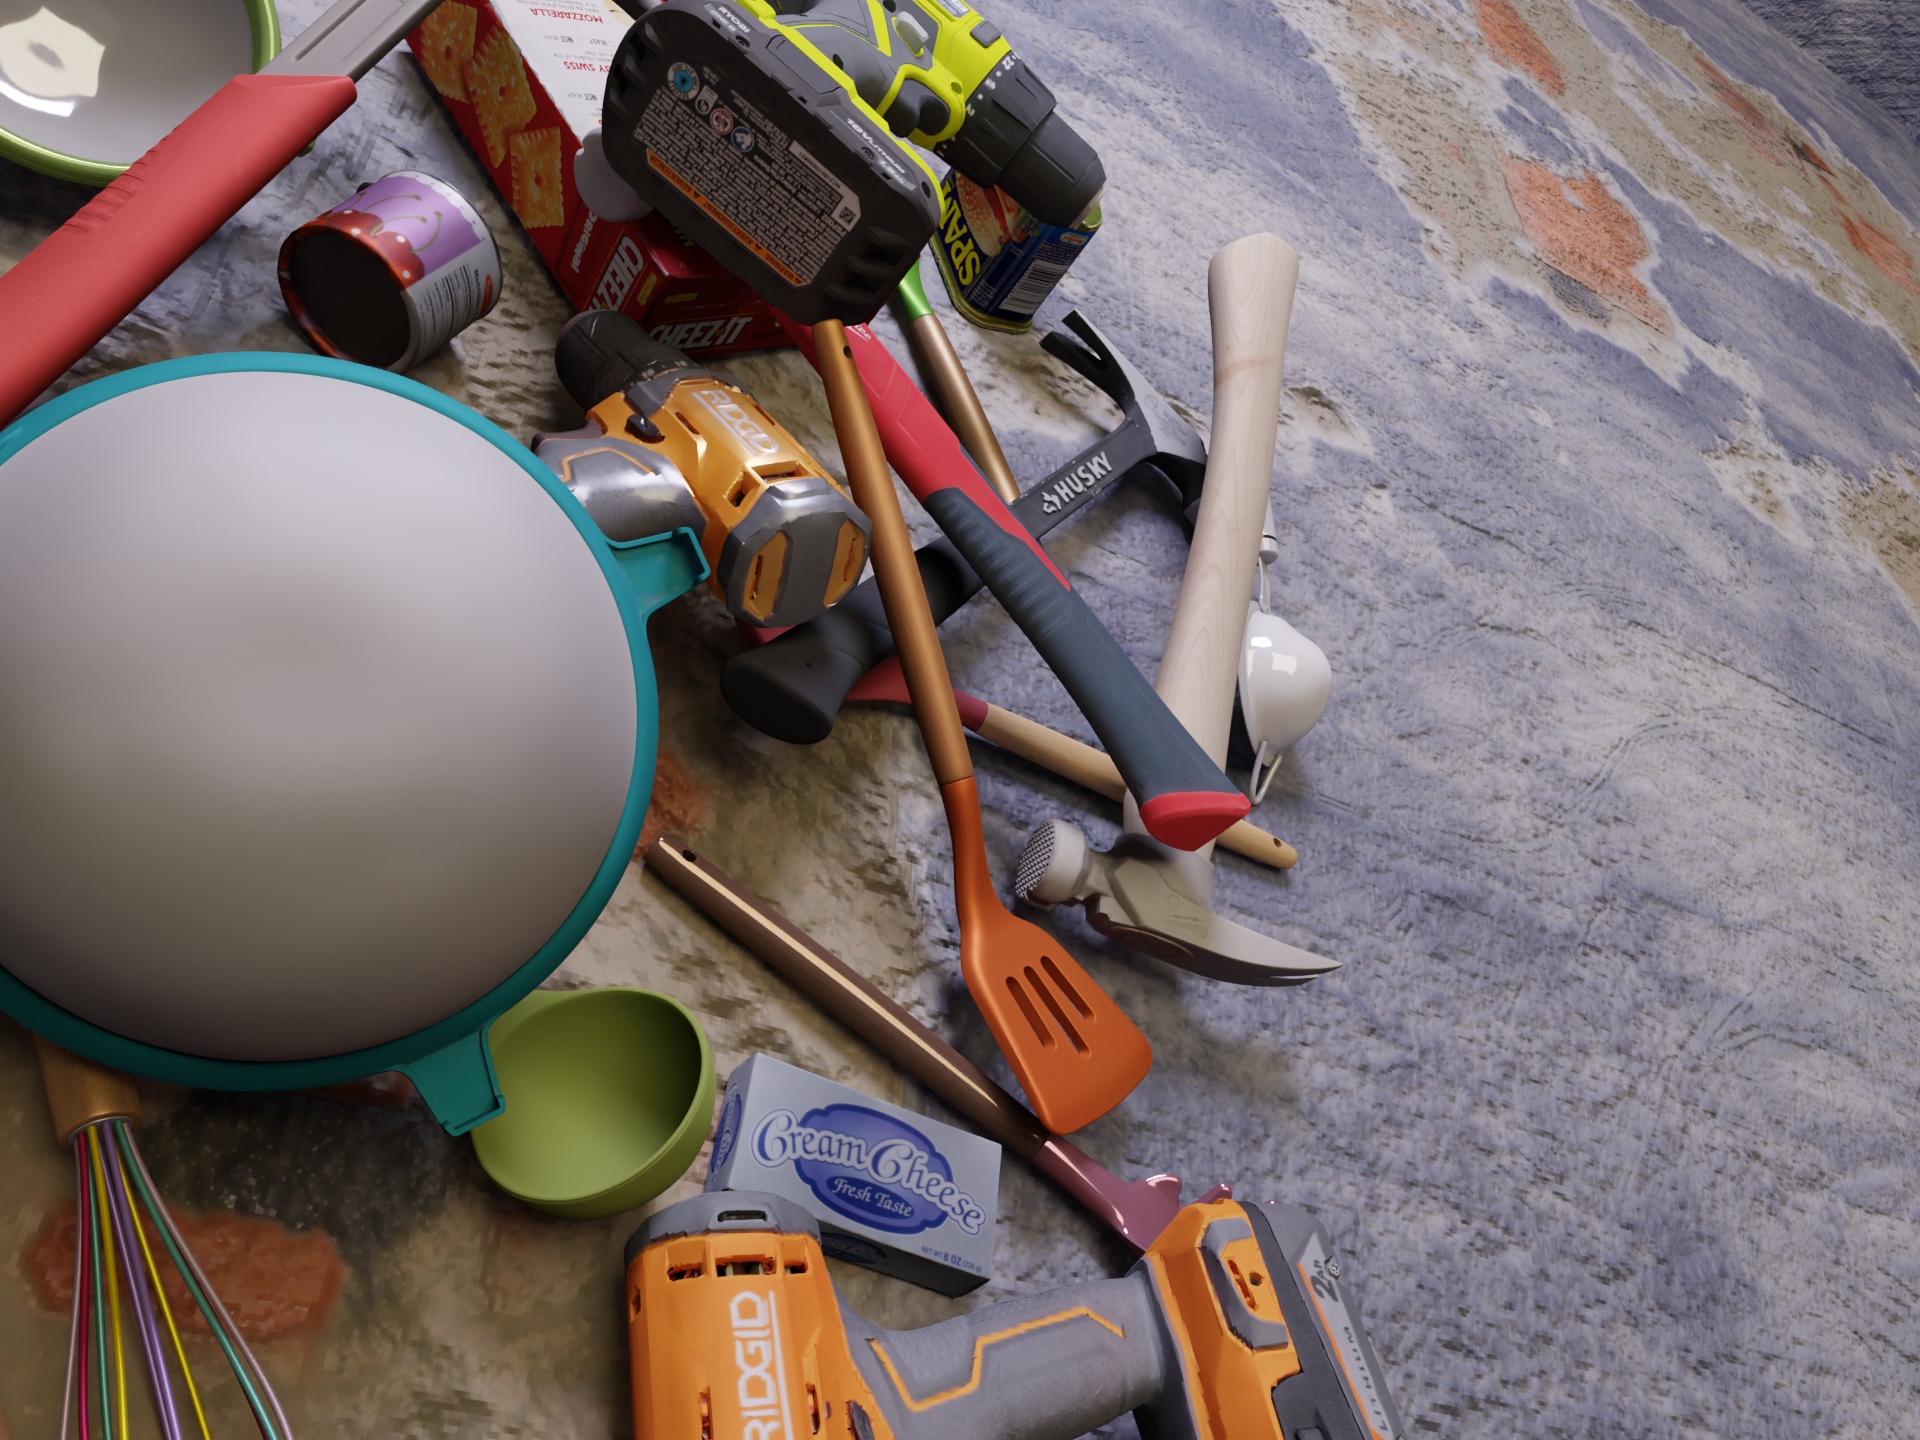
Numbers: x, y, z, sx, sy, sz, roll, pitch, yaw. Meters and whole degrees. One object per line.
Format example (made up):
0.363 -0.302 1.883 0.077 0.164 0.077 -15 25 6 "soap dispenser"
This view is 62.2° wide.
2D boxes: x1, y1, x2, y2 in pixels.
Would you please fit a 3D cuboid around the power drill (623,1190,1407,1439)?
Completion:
0.017 0.223 0.473 0.226 0.084 0.164 5 41 -19 "power drill"

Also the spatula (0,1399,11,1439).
-0.242 0.181 0.393 0.059 0.018 0.316 -12 67 -45 "spatula"

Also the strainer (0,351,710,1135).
-0.227 -0.030 0.394 0.340 0.095 0.211 24 75 -22 "strainer"

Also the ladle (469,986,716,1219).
-0.210 0.039 0.500 0.320 0.062 0.078 40 58 -1 "ladle"

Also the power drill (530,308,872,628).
-0.171 -0.092 0.584 0.226 0.084 0.186 -15 47 -35 "power drill"

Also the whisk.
-0.225 0.128 0.423 0.047 0.051 0.245 23 34 -60 "whisk"

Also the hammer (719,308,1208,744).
0.019 -0.092 0.749 0.149 0.036 0.409 51 39 -1 "hammer"

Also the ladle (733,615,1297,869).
0.031 0.007 0.724 0.315 0.031 0.069 25 44 -22 "ladle"

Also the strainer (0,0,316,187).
-0.380 -0.243 0.577 0.256 0.069 0.151 -37 106 -39 "strainer"

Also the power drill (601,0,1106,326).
-0.034 -0.261 0.690 0.190 0.080 0.229 39 39 -8 "power drill"

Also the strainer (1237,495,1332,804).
0.160 -0.083 0.837 0.086 0.050 0.259 34 47 -57 "strainer"

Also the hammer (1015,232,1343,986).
0.135 -0.075 0.772 0.146 0.038 0.411 22 60 -15 "hammer"

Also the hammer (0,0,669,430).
-0.258 -0.204 0.580 0.149 0.036 0.359 30 62 0 "hammer"

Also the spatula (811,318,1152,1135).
-0.001 -0.002 0.619 0.081 0.041 0.322 -18 92 -53 "spatula"

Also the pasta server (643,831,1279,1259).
0.013 0.139 0.601 0.316 0.040 0.060 39 31 -5 "pasta server"

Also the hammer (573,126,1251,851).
0.000 -0.111 0.686 0.386 0.038 0.143 52 43 6 "hammer"

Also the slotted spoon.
-0.008 -0.191 0.845 0.070 0.031 0.314 -2 61 -42 "slotted spoon"
